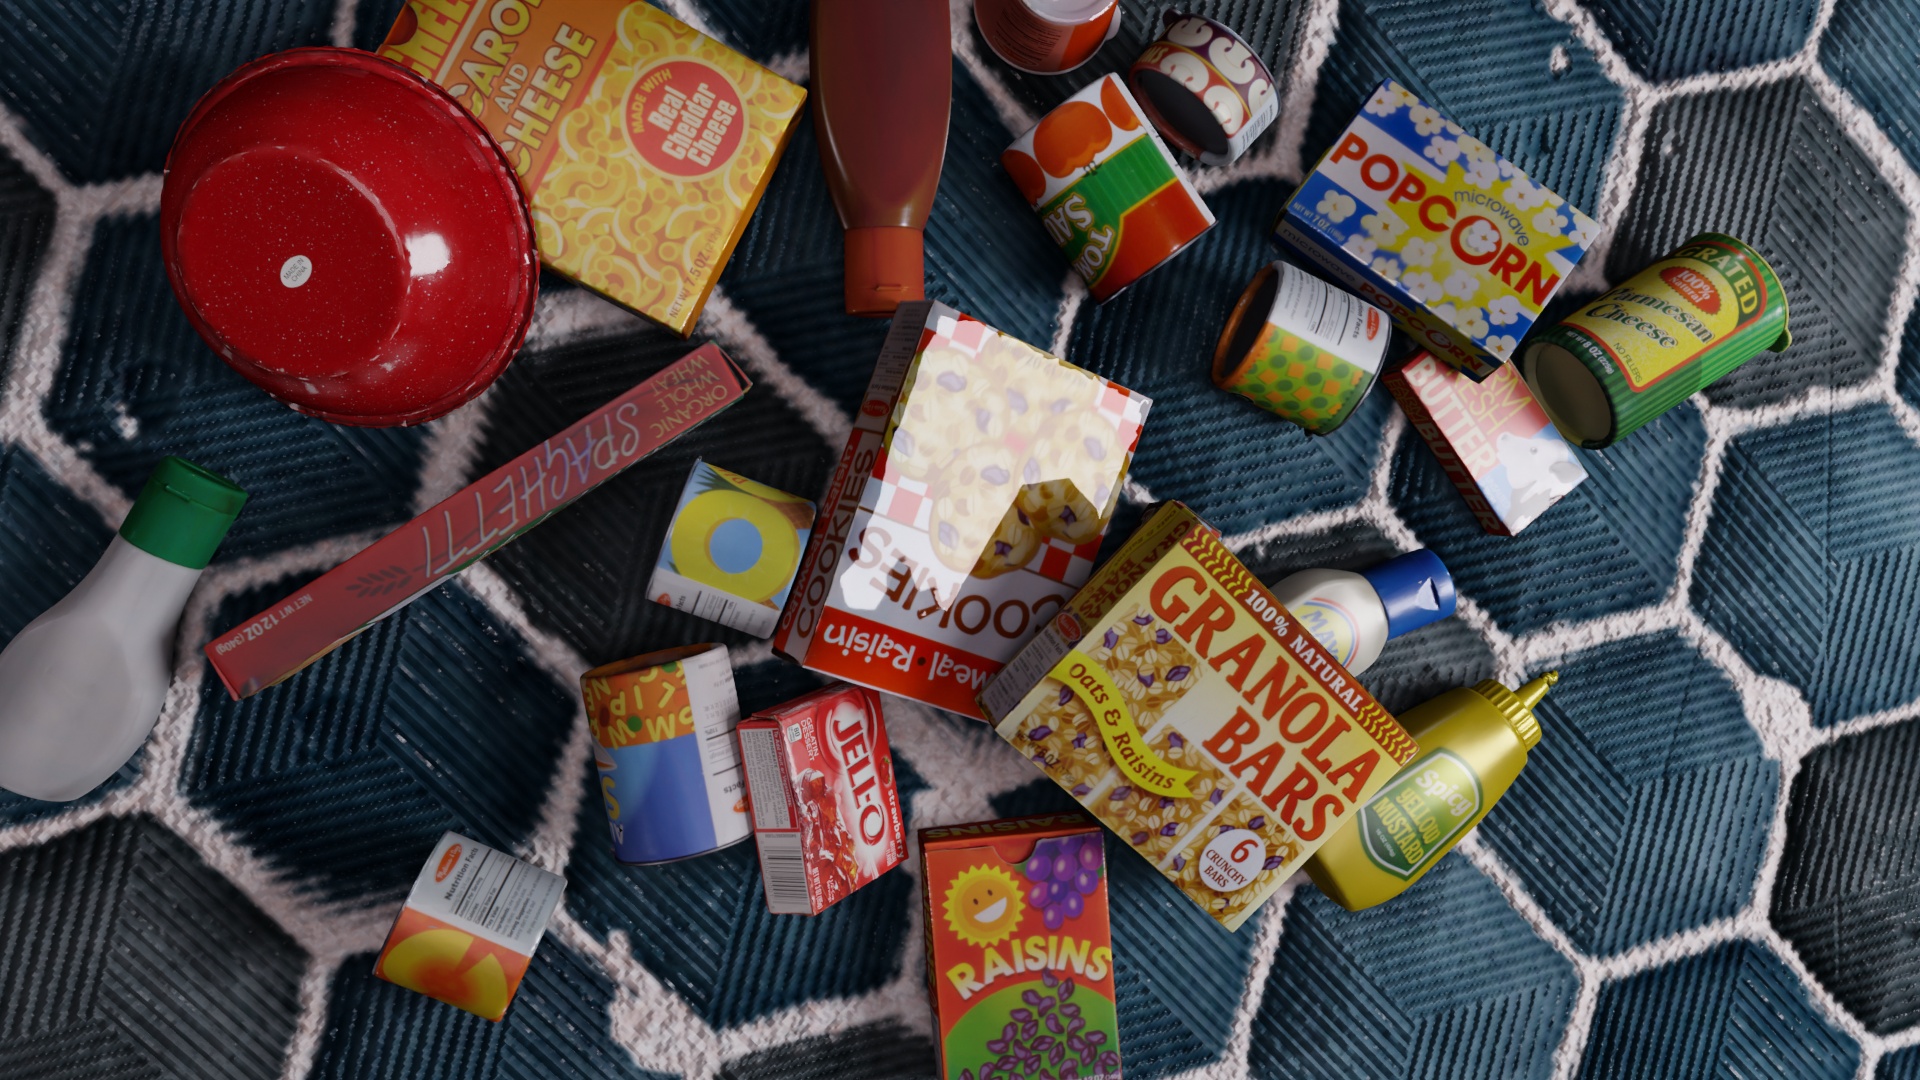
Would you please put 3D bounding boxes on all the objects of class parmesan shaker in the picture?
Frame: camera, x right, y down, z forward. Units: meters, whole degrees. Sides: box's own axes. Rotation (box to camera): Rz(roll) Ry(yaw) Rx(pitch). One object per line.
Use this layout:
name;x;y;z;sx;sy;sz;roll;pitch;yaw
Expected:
parmesan shaker;0.339;-0.095;0.680;0.103;0.071;0.071;-31;96;-7

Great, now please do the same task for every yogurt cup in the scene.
yogurt cup;0.043;-0.255;0.637;0.072;0.054;0.072;0;92;-8

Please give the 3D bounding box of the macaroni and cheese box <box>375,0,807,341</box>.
macaroni and cheese box;-0.170;-0.182;0.613;0.166;0.040;0.123;27;87;-8

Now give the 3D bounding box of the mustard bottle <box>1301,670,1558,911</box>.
mustard bottle;0.233;0.111;0.680;0.160;0.049;0.065;-38;101;-6

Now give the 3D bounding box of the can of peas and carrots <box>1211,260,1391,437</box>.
can of peas and carrots;0.158;-0.089;0.656;0.059;0.071;0.071;24;88;-8

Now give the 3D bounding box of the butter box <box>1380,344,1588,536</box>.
butter box;0.261;-0.058;0.692;0.053;0.024;0.103;-38;97;-6

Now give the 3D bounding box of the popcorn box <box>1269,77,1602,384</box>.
popcorn box;0.224;-0.147;0.662;0.127;0.038;0.085;37;82;5

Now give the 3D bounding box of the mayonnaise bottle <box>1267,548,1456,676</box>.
mayonnaise bottle;0.165;0.045;0.671;0.148;0.041;0.064;-21;101;-7

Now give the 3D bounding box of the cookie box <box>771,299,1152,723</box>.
cookie box;0.002;-0.008;0.628;0.123;0.040;0.167;21;88;-28

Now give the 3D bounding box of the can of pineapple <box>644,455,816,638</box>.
can of pineapple;-0.101;0.002;0.617;0.058;0.071;0.071;20;89;-9

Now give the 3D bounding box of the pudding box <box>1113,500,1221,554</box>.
pudding box;0.084;0.023;0.654;0.030;0.049;0.084;36;86;-7

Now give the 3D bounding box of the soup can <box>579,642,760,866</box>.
soup can;-0.130;0.093;0.615;0.071;0.071;0.083;-12;93;-8

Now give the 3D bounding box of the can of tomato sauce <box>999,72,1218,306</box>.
can of tomato sauce;0.066;-0.159;0.637;0.071;0.071;0.083;-36;96;-6

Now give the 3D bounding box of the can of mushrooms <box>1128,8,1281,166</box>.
can of mushrooms;0.110;-0.209;0.643;0.071;0.071;0.033;42;87;-8

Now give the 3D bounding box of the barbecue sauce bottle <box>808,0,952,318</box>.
barbecue sauce bottle;-0.036;-0.177;0.633;0.065;0.043;0.148;-1;93;-10

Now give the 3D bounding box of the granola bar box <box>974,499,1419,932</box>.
granola bar box;0.107;0.081;0.622;0.124;0.039;0.165;-46;113;3

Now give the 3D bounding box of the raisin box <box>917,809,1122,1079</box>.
raisin box;0.027;0.195;0.655;0.086;0.040;0.123;-5;92;-8

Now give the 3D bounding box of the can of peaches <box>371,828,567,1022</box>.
can of peaches;-0.213;0.169;0.605;0.058;0.071;0.071;25;88;-9

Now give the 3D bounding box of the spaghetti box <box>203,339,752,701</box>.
spaghetti box;-0.204;-0.012;0.608;0.250;0.050;0.028;-33;98;-7

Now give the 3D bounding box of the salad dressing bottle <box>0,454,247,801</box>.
salad dressing bottle;-0.358;0.036;0.589;0.064;0.044;0.147;30;86;-7
